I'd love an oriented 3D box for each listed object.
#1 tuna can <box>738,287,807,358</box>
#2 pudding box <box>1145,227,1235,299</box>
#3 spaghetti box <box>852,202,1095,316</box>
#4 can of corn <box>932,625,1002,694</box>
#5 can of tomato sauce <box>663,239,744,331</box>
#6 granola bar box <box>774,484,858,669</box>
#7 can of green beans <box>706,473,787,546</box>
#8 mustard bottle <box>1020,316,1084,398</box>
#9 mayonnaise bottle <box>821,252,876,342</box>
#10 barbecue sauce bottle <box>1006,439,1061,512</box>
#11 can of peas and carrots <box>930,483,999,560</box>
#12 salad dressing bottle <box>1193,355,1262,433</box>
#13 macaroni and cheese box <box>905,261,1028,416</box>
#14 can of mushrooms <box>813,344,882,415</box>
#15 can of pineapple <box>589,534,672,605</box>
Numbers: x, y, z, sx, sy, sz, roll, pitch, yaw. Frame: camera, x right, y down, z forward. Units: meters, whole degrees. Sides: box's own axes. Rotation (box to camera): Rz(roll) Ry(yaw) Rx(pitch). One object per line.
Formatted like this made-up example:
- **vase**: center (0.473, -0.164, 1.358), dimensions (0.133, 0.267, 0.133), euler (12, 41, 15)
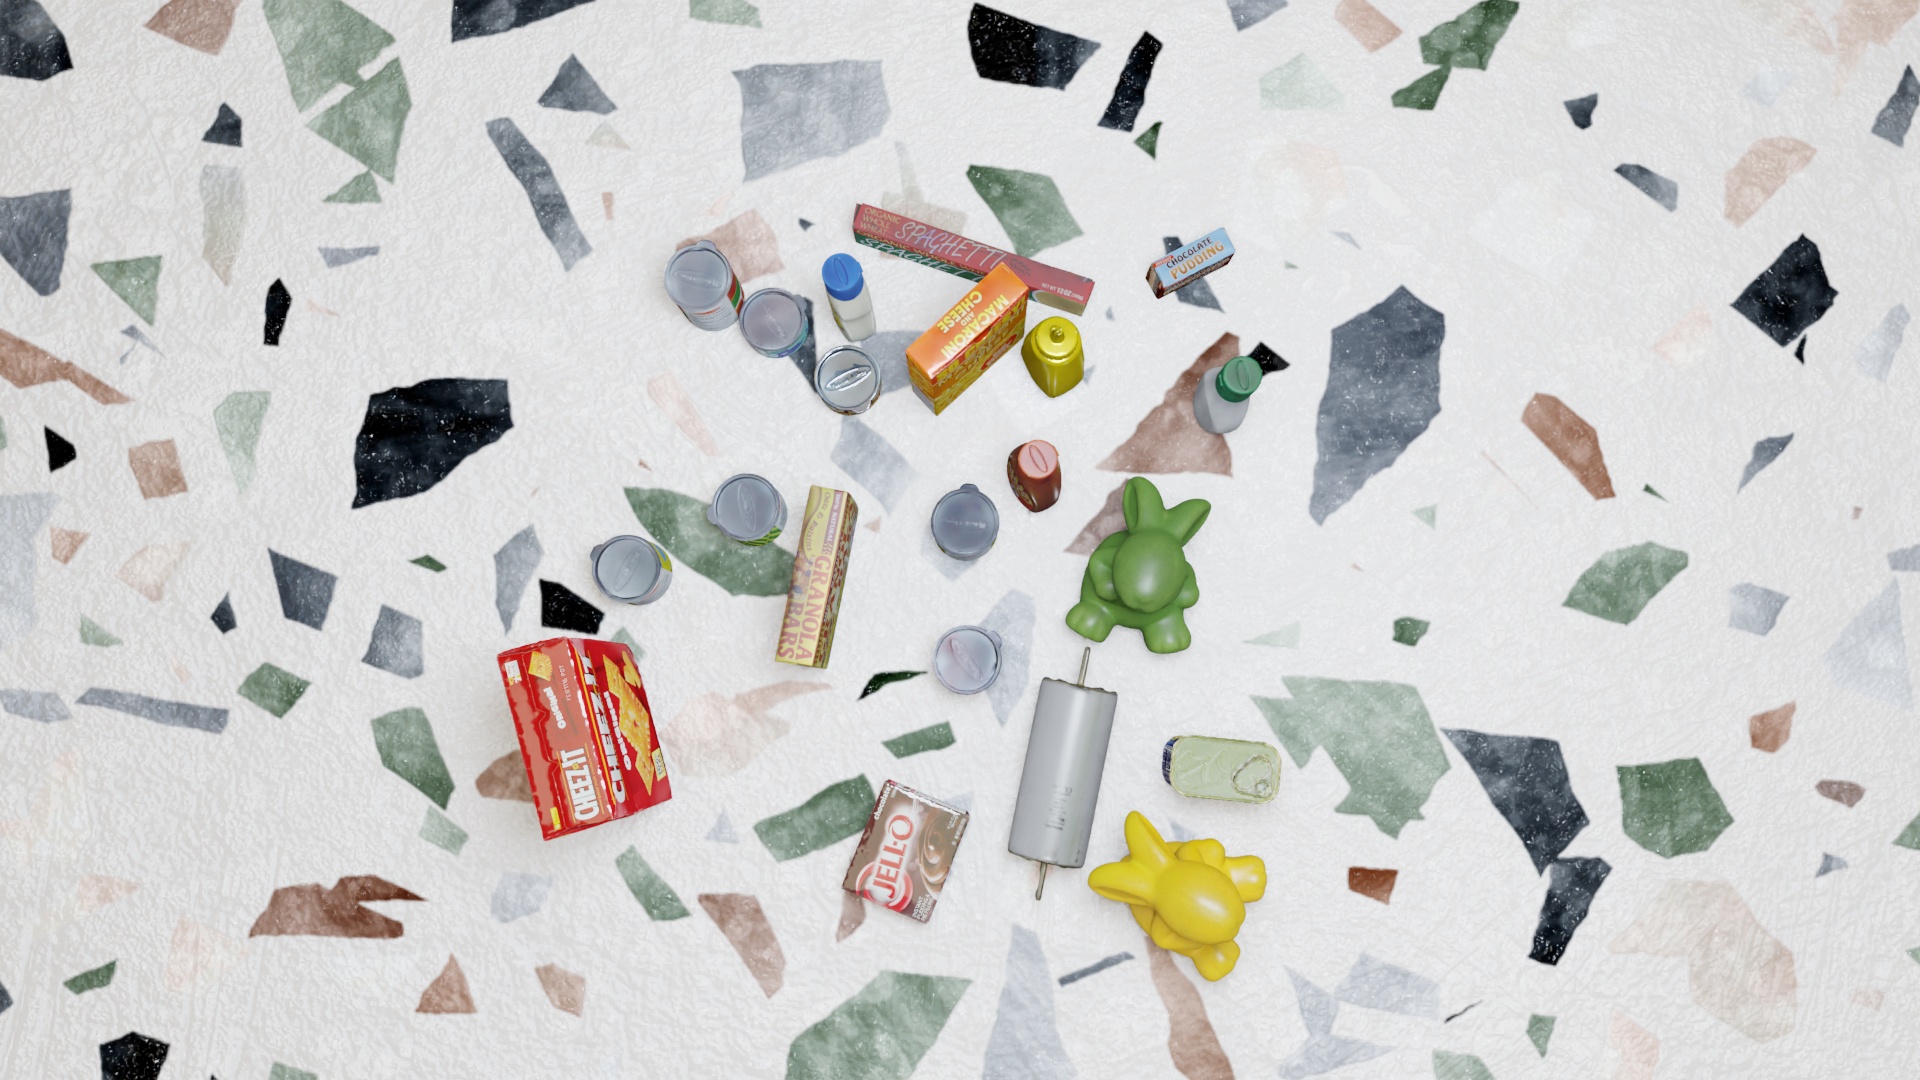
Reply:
- **tuna can**: center (-0.185, -0.220, 1.398), dimensions (0.071, 0.033, 0.071), euler (0, 83, 0)
- **pudding box**: center (0.230, -0.278, 1.394), dimensions (0.084, 0.049, 0.030), euler (-27, 84, -3)
- **spaghetti box**: center (0.011, -0.282, 1.395), dimensions (0.250, 0.050, 0.029), euler (19, 84, 3)
- **can of corn**: center (0.009, 0.115, 1.343), dimensions (0.071, 0.058, 0.071), euler (0, 83, 0)
- **can of tomato sauce**: center (-0.252, -0.251, 1.376), dimensions (0.071, 0.083, 0.071), euler (0, 84, 0)
- **granola bar box**: center (-0.134, 0.038, 1.320), dimensions (0.039, 0.124, 0.165), euler (11, 84, 2)
- **can of green beans**: center (-0.206, -0.029, 1.362), dimensions (0.071, 0.058, 0.071), euler (0, 83, 0)
- **mustard bottle**: center (0.091, -0.181, 1.327), dimensions (0.049, 0.160, 0.065), euler (-33, 84, -3)
- **mayonnaise bottle**: center (-0.109, -0.238, 1.341), dimensions (0.041, 0.148, 0.065), euler (-22, 84, -2)
- **barbecue sauce bottle**: center (0.071, -0.066, 1.319), dimensions (0.044, 0.148, 0.065), euler (-28, 84, -2)
- **can of peas and carrots**: center (0.005, -0.017, 1.359), dimensions (0.071, 0.058, 0.071), euler (0, 83, 0)
- **salad dressing bottle**: center (0.256, -0.141, 1.328), dimensions (0.044, 0.147, 0.064), euler (-8, 84, 0)
- **macaroni and cheese box**: center (0.008, -0.188, 1.325), dimensions (0.124, 0.166, 0.040), euler (-43, 85, -4)
- **can of mushrooms**: center (-0.111, -0.157, 1.389), dimensions (0.071, 0.033, 0.071), euler (0, 83, 0)
- **can of pineapple**: center (-0.320, 0.028, 1.356), dimensions (0.071, 0.058, 0.071), euler (0, 83, 0)
